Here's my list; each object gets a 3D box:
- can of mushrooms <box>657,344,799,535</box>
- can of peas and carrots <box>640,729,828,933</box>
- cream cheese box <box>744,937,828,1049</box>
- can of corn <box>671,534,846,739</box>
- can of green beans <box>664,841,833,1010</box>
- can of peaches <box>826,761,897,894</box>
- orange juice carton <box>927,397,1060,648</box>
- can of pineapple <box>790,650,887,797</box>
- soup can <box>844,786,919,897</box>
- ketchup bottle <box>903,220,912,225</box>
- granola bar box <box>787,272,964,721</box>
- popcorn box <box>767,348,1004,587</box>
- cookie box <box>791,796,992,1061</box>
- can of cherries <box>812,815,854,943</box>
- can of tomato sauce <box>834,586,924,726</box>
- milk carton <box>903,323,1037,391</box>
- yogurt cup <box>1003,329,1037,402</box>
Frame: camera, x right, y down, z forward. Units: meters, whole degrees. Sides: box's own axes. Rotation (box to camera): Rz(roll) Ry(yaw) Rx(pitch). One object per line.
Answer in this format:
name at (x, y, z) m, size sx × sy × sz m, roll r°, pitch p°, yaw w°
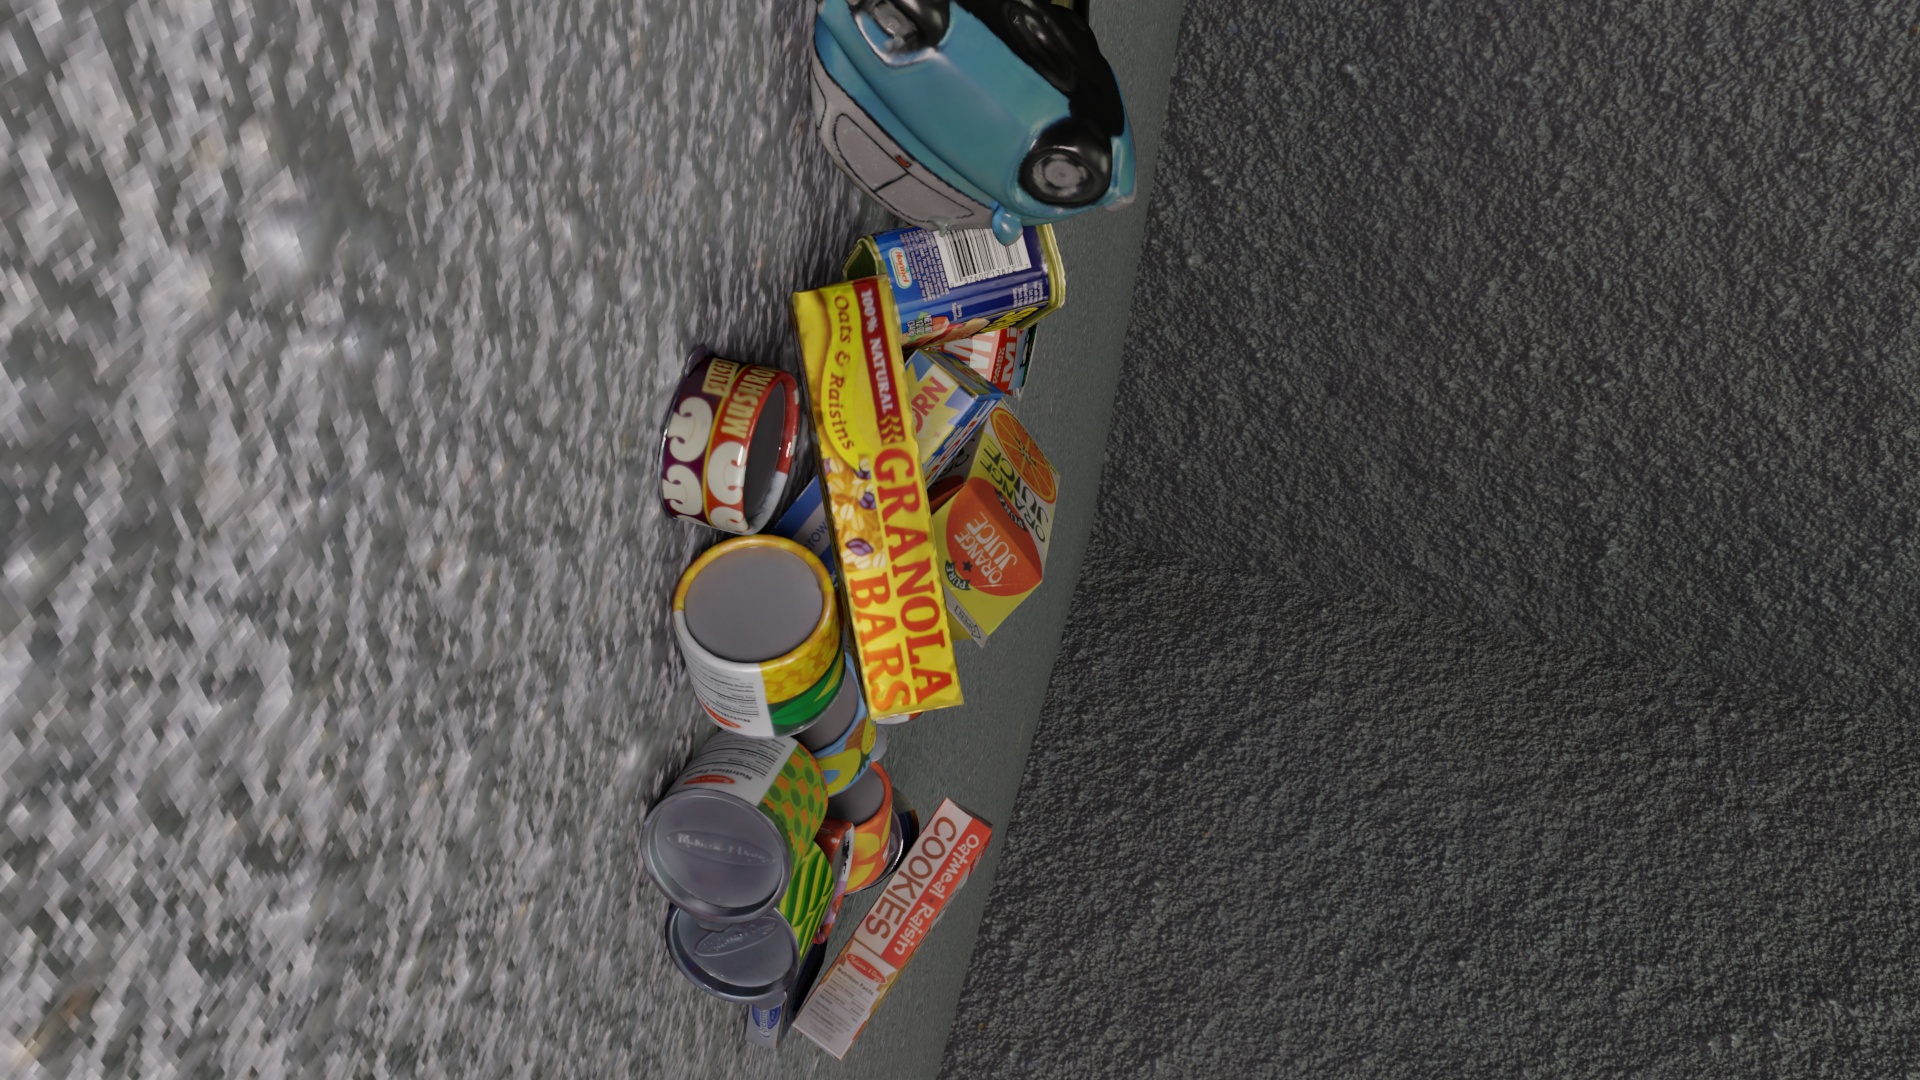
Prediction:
can of mushrooms at (-0.087, -0.038, 0.530) m, size 0.071 × 0.033 × 0.071 m, roll 11°, pitch 93°, yaw -82°
can of peas and carrots at (-0.096, 0.124, 0.604) m, size 0.059 × 0.071 × 0.070 m, roll -61°, pitch 162°, yaw -65°
cream cheese box at (-0.110, 0.278, 0.905) m, size 0.104 × 0.024 × 0.053 m, roll -52°, pitch 153°, yaw -72°
can of corn at (-0.081, 0.038, 0.574) m, size 0.058 × 0.071 × 0.071 m, roll 90°, pitch 15°, yaw -55°
can of green beans at (-0.100, 0.176, 0.666) m, size 0.058 × 0.071 × 0.071 m, roll -61°, pitch 162°, yaw -65°
can of peaches at (-0.072, 0.166, 0.827) m, size 0.071 × 0.071 × 0.057 m, roll -68°, pitch 166°, yaw -49°
orange juice carton at (0.003, -0.010, 0.800) m, size 0.071 × 0.073 × 0.193 m, roll 52°, pitch 21°, yaw -16°
can of pineapple at (-0.074, 0.088, 0.691) m, size 0.057 × 0.071 × 0.071 m, roll 88°, pitch 17°, yaw -62°
soup can at (-0.066, 0.200, 0.935) m, size 0.083 × 0.071 × 0.071 m, roll 53°, pitch 51°, yaw -80°
ketchup bottle at (0.001, -0.206, 0.710) m, size 0.148 × 0.065 × 0.043 m, roll 100°, pitch 7°, yaw -71°
granola bar box at (-0.038, -0.021, 0.574) m, size 0.124 × 0.039 × 0.165 m, roll -140°, pitch -140°, yaw -81°
popcorn box at (-0.037, -0.034, 0.682) m, size 0.126 × 0.038 × 0.085 m, roll -50°, pitch 176°, yaw 11°
cookie box at (-0.043, 0.256, 0.907) m, size 0.168 × 0.040 × 0.122 m, roll -53°, pitch 171°, yaw -20°
can of cherries at (-0.093, 0.177, 0.737) m, size 0.071 × 0.058 × 0.071 m, roll 10°, pitch 93°, yaw -82°
can of tomato sauce at (-0.048, 0.059, 0.842) m, size 0.071 × 0.071 × 0.082 m, roll -59°, pitch 160°, yaw -66°
milk carton at (-0.002, -0.130, 0.829) m, size 0.191 × 0.073 × 0.072 m, roll -38°, pitch 140°, yaw -77°
yogurt cup at (0.026, -0.147, 1.059) m, size 0.072 × 0.054 × 0.072 m, roll 10°, pitch 93°, yaw -82°
